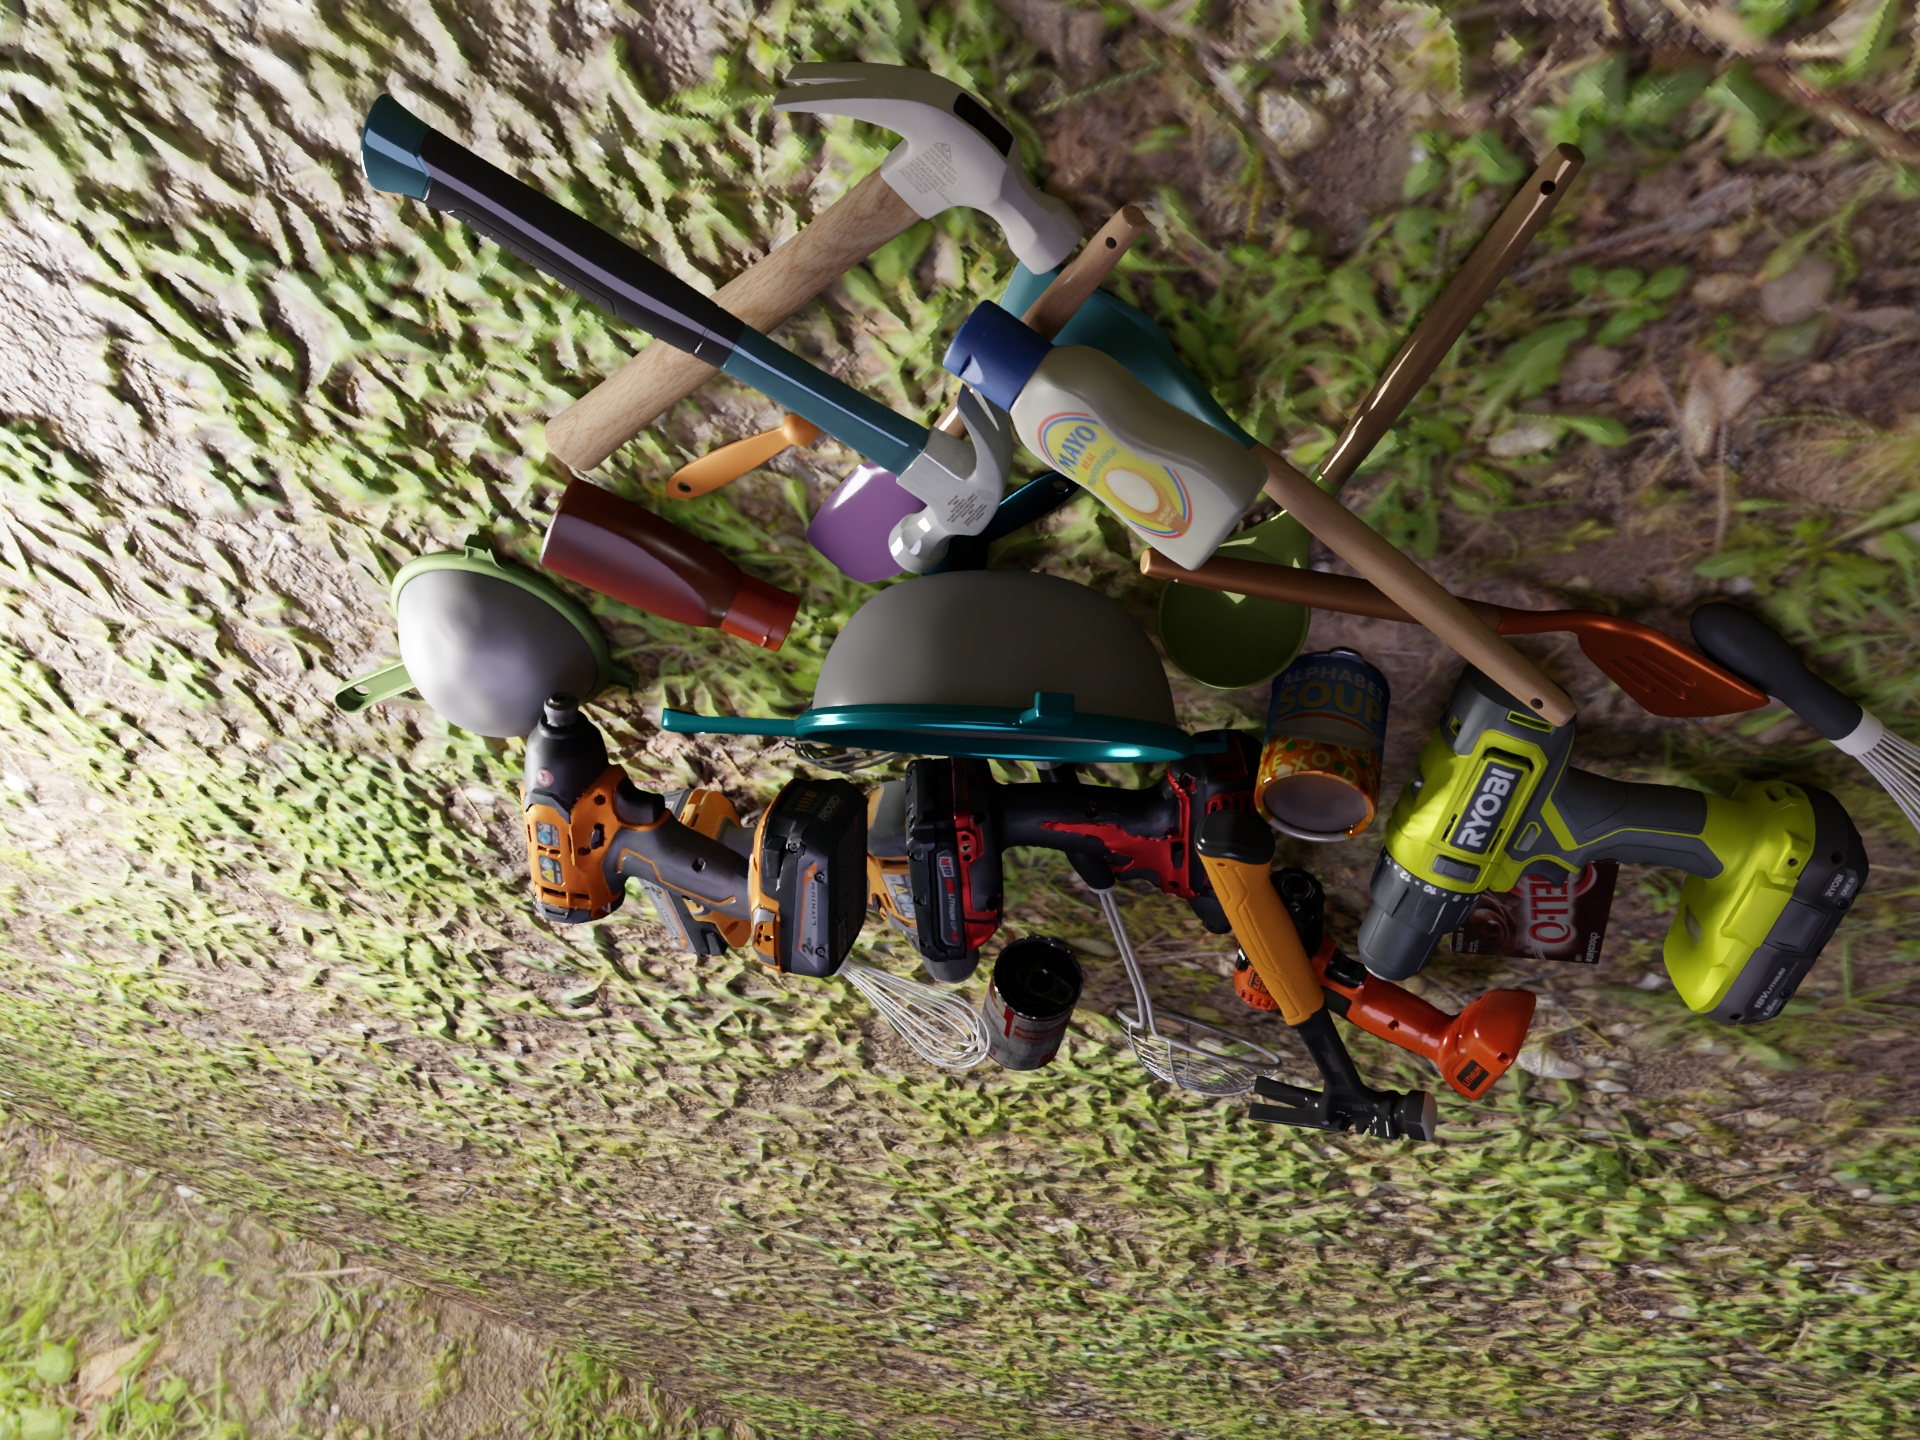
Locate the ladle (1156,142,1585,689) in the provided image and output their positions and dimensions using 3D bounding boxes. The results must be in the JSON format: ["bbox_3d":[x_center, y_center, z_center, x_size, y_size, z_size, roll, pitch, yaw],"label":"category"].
[{"bbox_3d":[0.182,-0.124,0.732,0.078,0.062,0.320,30,140,0],"label":"ladle"}]

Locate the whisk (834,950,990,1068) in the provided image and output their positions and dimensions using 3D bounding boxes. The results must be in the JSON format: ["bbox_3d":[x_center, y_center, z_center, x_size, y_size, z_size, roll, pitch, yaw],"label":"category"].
[{"bbox_3d":[-0.084,0.191,1.227,0.246,0.058,0.059,32,113,3],"label":"whisk"}]

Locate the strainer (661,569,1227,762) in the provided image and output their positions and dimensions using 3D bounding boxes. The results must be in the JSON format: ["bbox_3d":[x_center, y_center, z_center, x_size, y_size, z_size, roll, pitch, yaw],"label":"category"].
[{"bbox_3d":[-0.033,-0.032,0.881,0.340,0.095,0.210,1,175,33],"label":"strainer"}]

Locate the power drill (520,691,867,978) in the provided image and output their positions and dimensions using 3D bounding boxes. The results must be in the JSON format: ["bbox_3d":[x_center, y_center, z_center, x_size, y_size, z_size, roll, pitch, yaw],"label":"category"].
[{"bbox_3d":[-0.177,0.070,1.019,0.226,0.084,0.164,11,123,14],"label":"power drill"}]

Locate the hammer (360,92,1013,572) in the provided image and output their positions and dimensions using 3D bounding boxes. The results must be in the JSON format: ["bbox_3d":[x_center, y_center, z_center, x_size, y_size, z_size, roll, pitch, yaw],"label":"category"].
[{"bbox_3d":[-0.119,-0.180,0.740,0.330,0.033,0.128,28,145,-19],"label":"hammer"}]

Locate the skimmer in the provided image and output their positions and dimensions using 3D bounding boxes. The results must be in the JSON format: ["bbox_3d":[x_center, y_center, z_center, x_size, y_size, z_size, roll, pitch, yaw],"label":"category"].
[{"bbox_3d":[0.132,0.137,1.107,0.127,0.090,0.362,18,141,45],"label":"skimmer"}]

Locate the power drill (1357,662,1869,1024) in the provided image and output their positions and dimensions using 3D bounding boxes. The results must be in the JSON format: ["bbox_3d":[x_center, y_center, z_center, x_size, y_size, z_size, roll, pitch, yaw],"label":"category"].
[{"bbox_3d":[0.344,0.084,0.872,0.228,0.080,0.190,17,115,-2],"label":"power drill"}]

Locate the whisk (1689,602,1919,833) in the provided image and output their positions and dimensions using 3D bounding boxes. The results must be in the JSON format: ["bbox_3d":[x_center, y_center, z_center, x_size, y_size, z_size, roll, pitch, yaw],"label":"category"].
[{"bbox_3d":[0.477,0.021,0.807,0.284,0.070,0.070,33,141,-14],"label":"whisk"}]

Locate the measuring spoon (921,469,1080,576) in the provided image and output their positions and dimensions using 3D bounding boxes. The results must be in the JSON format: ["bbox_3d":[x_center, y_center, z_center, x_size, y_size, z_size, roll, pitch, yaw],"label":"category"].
[{"bbox_3d":[0.019,-0.100,0.853,0.042,0.021,0.128,35,142,-24],"label":"measuring spoon"}]

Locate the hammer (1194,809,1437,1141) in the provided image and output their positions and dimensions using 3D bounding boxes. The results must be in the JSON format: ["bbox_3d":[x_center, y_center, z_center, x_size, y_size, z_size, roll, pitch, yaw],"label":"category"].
[{"bbox_3d":[0.201,0.166,0.988,0.127,0.034,0.336,0,140,30],"label":"hammer"}]

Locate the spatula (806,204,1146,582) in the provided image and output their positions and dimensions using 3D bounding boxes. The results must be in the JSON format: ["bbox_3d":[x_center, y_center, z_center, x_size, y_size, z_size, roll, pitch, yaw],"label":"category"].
[{"bbox_3d":[0.002,-0.149,0.788,0.059,0.018,0.316,39,144,-7],"label":"spatula"}]

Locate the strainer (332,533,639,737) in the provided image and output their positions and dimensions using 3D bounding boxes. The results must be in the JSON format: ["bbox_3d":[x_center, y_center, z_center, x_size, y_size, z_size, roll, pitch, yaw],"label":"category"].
[{"bbox_3d":[-0.350,-0.024,1.062,0.256,0.069,0.151,-16,133,34],"label":"strainer"}]

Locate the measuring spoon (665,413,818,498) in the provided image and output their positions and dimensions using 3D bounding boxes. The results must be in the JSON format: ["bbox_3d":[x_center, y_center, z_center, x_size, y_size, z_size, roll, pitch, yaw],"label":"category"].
[{"bbox_3d":[-0.122,-0.140,0.867,0.117,0.011,0.021,-17,132,37],"label":"measuring spoon"}]

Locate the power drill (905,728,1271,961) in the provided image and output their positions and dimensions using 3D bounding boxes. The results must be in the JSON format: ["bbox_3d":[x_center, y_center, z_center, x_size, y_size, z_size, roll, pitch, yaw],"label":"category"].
[{"bbox_3d":[0.080,0.081,0.975,0.219,0.079,0.143,-5,127,1],"label":"power drill"}]

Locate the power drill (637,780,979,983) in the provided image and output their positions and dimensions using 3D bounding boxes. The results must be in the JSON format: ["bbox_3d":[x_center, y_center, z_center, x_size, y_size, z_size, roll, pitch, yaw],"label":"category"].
[{"bbox_3d":[-0.099,0.123,1.141,0.226,0.084,0.185,-2,135,18],"label":"power drill"}]

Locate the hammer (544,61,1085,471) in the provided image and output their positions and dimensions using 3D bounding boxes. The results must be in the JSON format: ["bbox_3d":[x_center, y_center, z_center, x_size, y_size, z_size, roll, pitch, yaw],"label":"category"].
[{"bbox_3d":[-0.104,-0.200,0.766,0.331,0.031,0.130,-22,129,41],"label":"hammer"}]

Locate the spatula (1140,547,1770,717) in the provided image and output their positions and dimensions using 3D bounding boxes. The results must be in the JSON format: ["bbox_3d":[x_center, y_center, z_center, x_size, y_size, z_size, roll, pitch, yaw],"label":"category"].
[{"bbox_3d":[0.238,-0.044,0.775,0.322,0.041,0.081,8,173,-15],"label":"spatula"}]

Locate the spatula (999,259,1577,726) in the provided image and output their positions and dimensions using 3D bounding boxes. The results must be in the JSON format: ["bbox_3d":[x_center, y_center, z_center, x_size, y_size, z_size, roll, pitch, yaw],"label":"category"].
[{"bbox_3d":[0.144,-0.099,0.725,0.318,0.044,0.082,42,146,15],"label":"spatula"}]

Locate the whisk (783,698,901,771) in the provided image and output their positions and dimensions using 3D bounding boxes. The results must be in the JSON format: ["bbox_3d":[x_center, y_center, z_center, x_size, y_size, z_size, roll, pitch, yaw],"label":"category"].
[{"bbox_3d":[-0.001,-0.002,0.975,0.239,0.055,0.055,-7,137,23],"label":"whisk"}]
